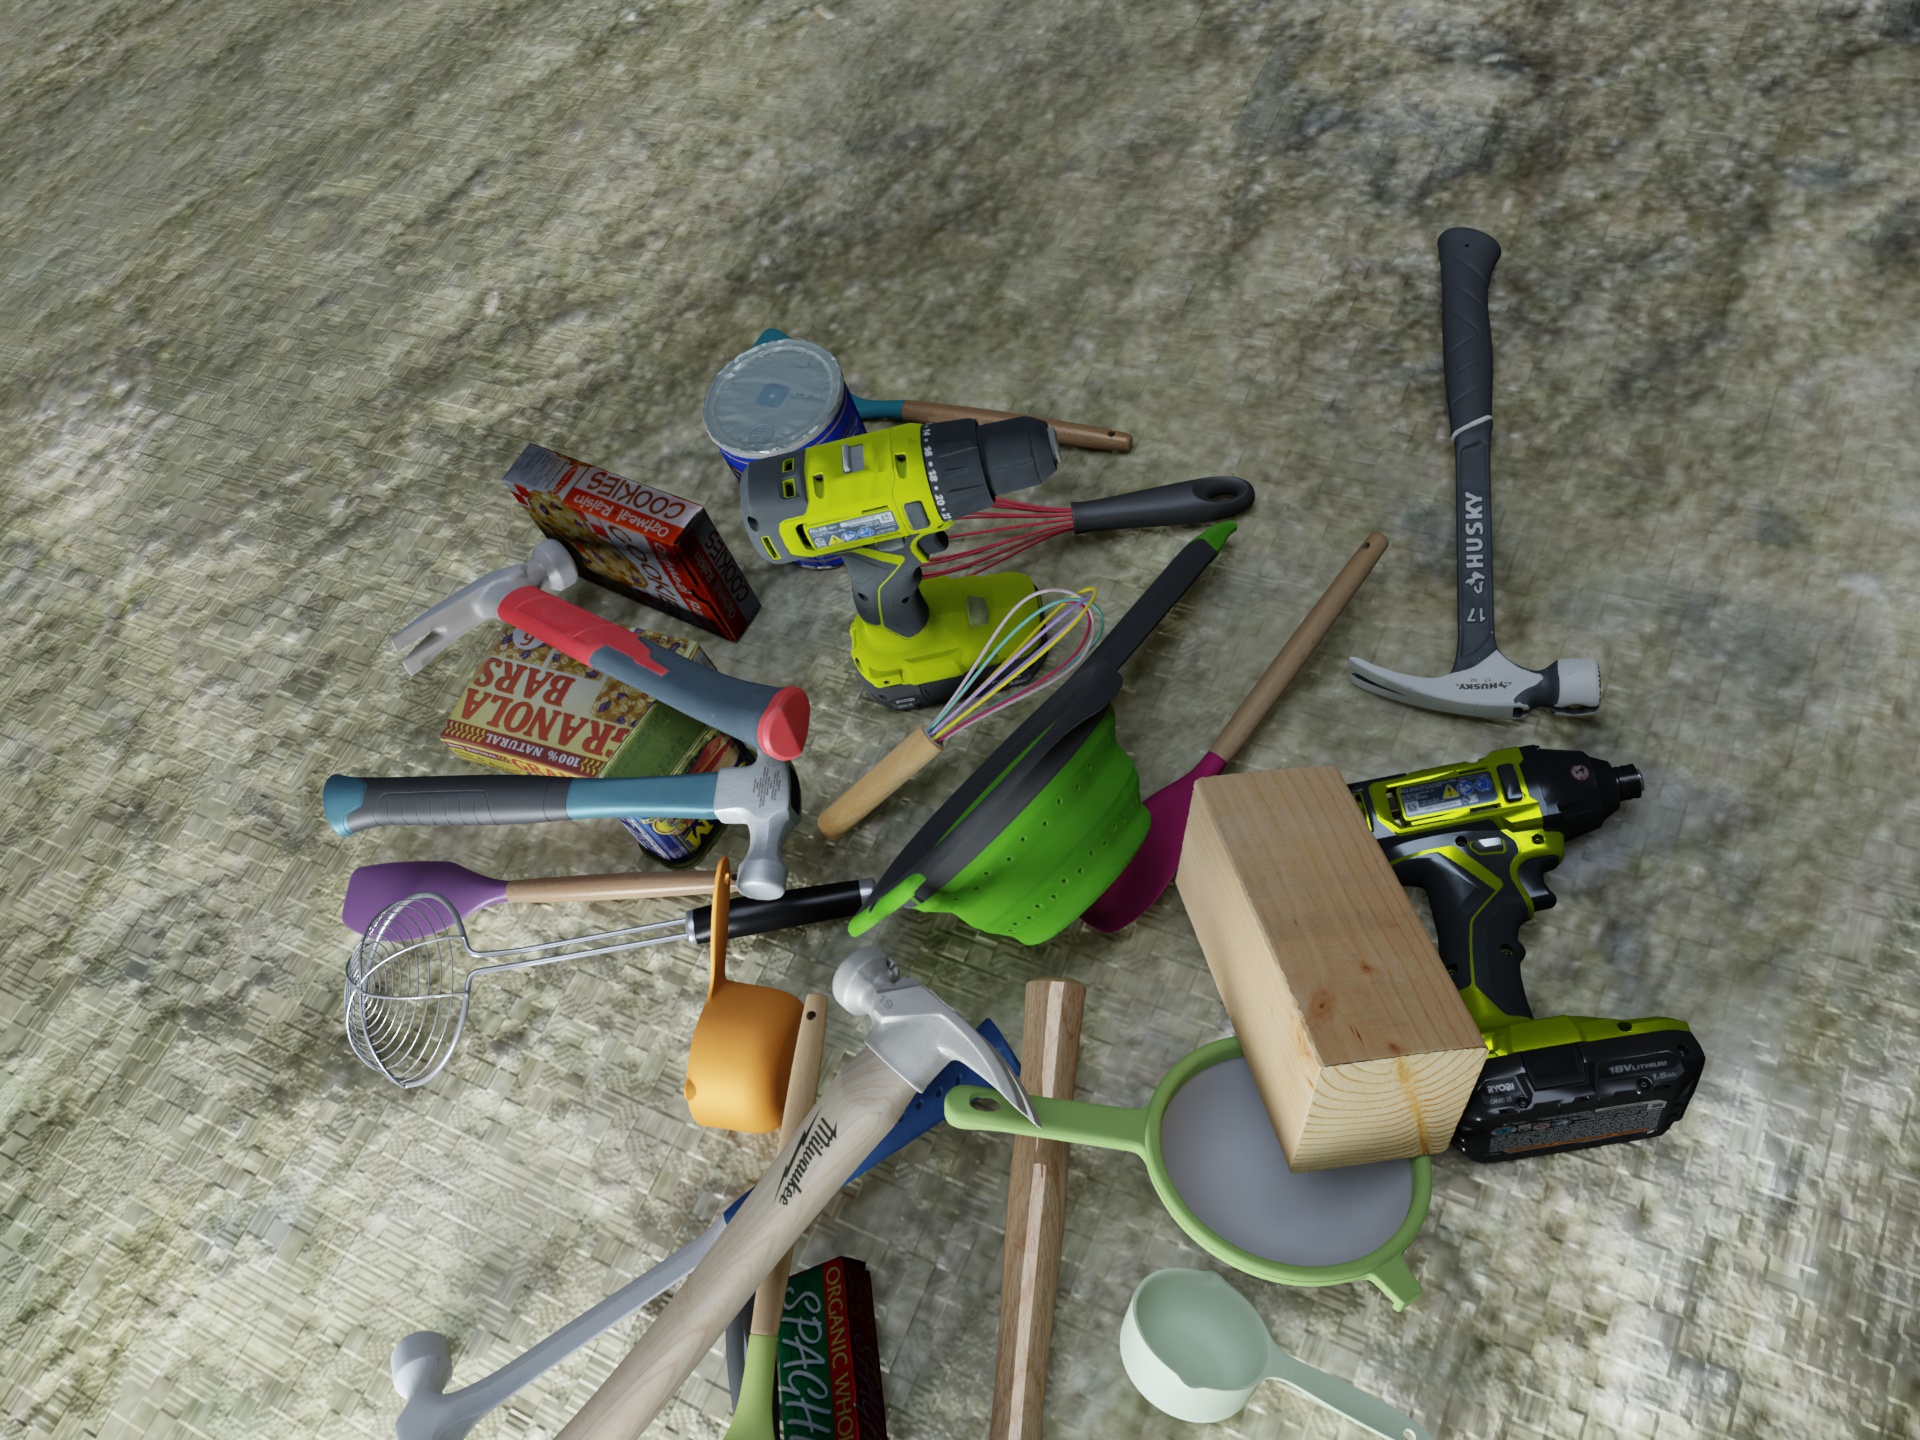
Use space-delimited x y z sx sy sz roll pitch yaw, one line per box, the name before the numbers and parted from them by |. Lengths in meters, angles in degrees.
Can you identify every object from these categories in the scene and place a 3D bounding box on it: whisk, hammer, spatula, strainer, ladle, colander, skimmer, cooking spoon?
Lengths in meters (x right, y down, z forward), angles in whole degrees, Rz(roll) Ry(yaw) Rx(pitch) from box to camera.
whisk | 0.061 -0.141 1.129 0.296 0.073 0.073 -7 59 4
hammer | -0.131 0.310 0.809 0.410 0.038 0.146 -50 48 -9
spatula | -0.287 0.119 1.094 0.316 0.018 0.060 -5 64 14
strainer | 0.117 0.240 0.855 0.256 0.069 0.152 7 41 6
hammer | 0.040 0.304 0.868 0.130 0.031 0.331 1 67 14
hammer | -0.259 0.051 1.015 0.331 0.033 0.128 -2 61 14
ladle | -0.103 0.298 0.847 0.078 0.062 0.320 2 64 11
whisk | -0.106 0.416 0.852 0.055 0.055 0.239 -17 54 6
hammer | -0.139 0.303 0.914 0.405 0.035 0.144 -32 31 -9
hammer | 0.343 -0.181 1.083 0.149 0.036 0.409 -1 60 16
colander | 0.094 0.015 1.001 0.094 0.204 0.397 44 59 -3
spatula | -0.022 -0.240 1.215 0.317 0.044 0.082 12 61 21
whisk | -0.001 -0.004 1.036 0.245 0.051 0.047 -41 45 16
hammer | -0.234 -0.035 1.036 0.143 0.038 0.387 -38 37 -26
skimmer | -0.232 0.153 1.051 0.363 0.090 0.127 -10 69 -2
cooking spoon | 0.178 0.004 1.009 0.319 0.017 0.069 -52 34 -10

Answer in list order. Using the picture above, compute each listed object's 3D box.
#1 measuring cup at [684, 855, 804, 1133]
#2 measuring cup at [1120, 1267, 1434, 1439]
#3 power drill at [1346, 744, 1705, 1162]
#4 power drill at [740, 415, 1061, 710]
measuring cup | -0.121 0.164 0.943 0.052 0.173 0.095 8 19 14
measuring cup | 0.160 0.346 0.821 0.167 0.038 0.083 25 28 7
power drill | 0.319 0.119 0.889 0.171 0.080 0.223 -12 55 9
power drill | -0.016 -0.105 1.022 0.190 0.228 0.080 -12 58 9
